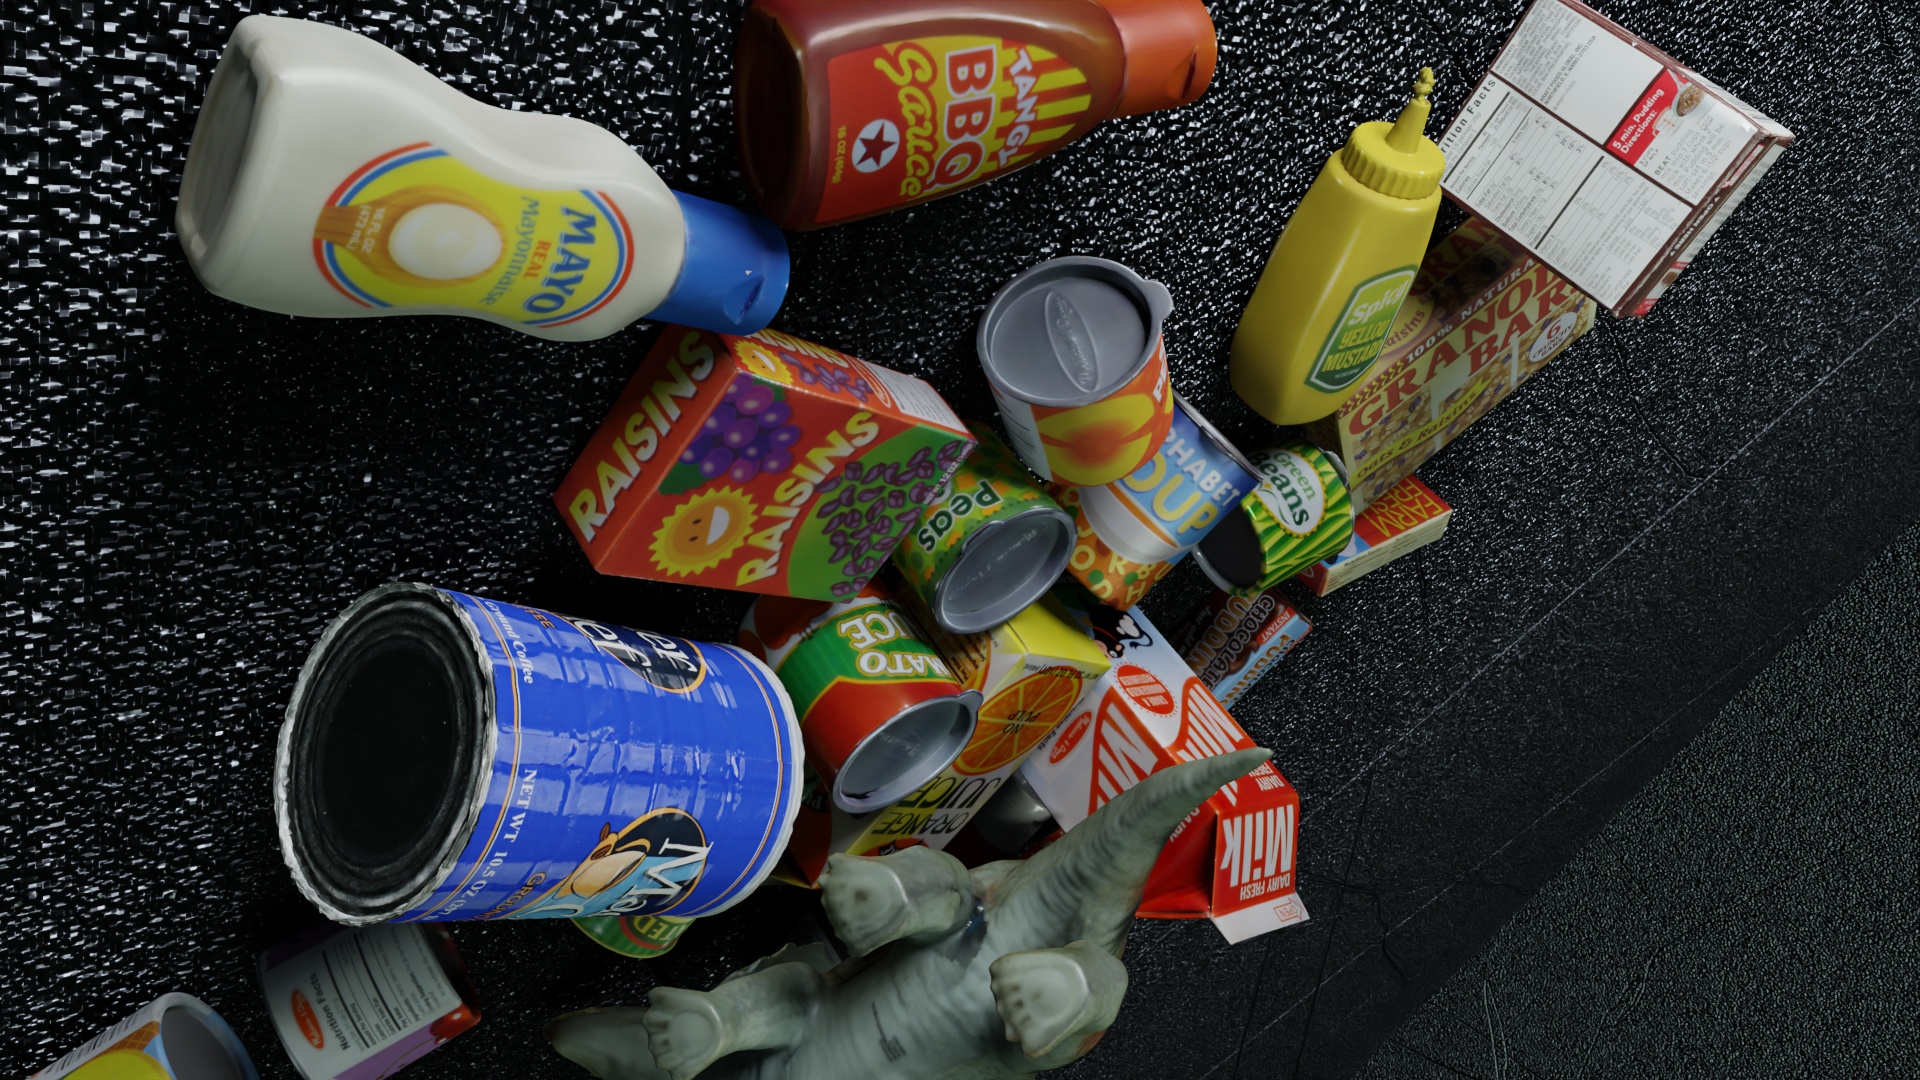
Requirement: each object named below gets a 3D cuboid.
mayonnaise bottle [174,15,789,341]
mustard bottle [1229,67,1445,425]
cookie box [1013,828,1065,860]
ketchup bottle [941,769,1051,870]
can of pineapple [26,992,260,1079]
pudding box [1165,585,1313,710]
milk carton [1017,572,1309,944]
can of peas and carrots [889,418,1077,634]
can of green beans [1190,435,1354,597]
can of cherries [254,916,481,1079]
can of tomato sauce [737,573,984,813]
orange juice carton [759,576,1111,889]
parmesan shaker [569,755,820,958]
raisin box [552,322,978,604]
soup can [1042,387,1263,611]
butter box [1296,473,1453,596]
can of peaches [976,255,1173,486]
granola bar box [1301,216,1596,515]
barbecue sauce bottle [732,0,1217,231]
[{"bbox_3d":[-0.110,-0.081,0.353,0.148,0.041,0.064,3,127,-48],"label":"mayonnaise bottle"},{"bbox_3d":[0.163,-0.121,0.581,0.065,0.049,0.159,-21,144,-30],"label":"mustard bottle"},{"bbox_3d":[0.048,0.213,0.821,0.168,0.040,0.122,-24,153,-40],"label":"cookie box"},{"bbox_3d":[-0.005,0.195,0.817,0.148,0.043,0.065,-49,152,15],"label":"ketchup bottle"},{"bbox_3d":[-0.298,0.210,0.506,0.058,0.071,0.070,-32,148,-11],"label":"can of pineapple"},{"bbox_3d":[0.156,0.060,0.805,0.083,0.050,0.030,-46,147,12],"label":"pudding box"},{"bbox_3d":[0.085,0.105,0.652,0.072,0.191,0.073,3,130,-47],"label":"milk carton"},{"bbox_3d":[0.002,-0.007,0.549,0.071,0.059,0.070,-26,146,-20],"label":"can of peas and carrots"},{"bbox_3d":[0.152,-0.012,0.692,0.058,0.071,0.071,-24,146,-23],"label":"can of green beans"},{"bbox_3d":[-0.227,0.172,0.537,0.058,0.072,0.071,-29,147,-18],"label":"can of cherries"},{"bbox_3d":[-0.041,0.055,0.560,0.071,0.083,0.070,-27,147,-19],"label":"can of tomato sauce"},{"bbox_3d":[-0.030,0.095,0.634,0.192,0.073,0.072,-50,147,18],"label":"orange juice carton"},{"bbox_3d":[-0.115,0.113,0.573,0.103,0.071,0.071,-48,148,15],"label":"parmesan shaker"},{"bbox_3d":[-0.064,-0.025,0.477,0.086,0.040,0.123,-51,148,20],"label":"raisin box"},{"bbox_3d":[0.078,-0.020,0.602,0.083,0.071,0.071,-46,148,12],"label":"soup can"},{"bbox_3d":[0.223,-0.009,0.784,0.104,0.053,0.024,-22,142,-27],"label":"butter box"},{"bbox_3d":[0.046,-0.062,0.516,0.071,0.071,0.058,-35,149,-7],"label":"can of peaches"},{"bbox_3d":[0.248,-0.101,0.705,0.165,0.039,0.124,-39,150,0],"label":"granola bar box"},{"bbox_3d":[0.009,-0.135,0.406,0.149,0.044,0.064,-20,143,-29],"label":"barbecue sauce bottle"}]
